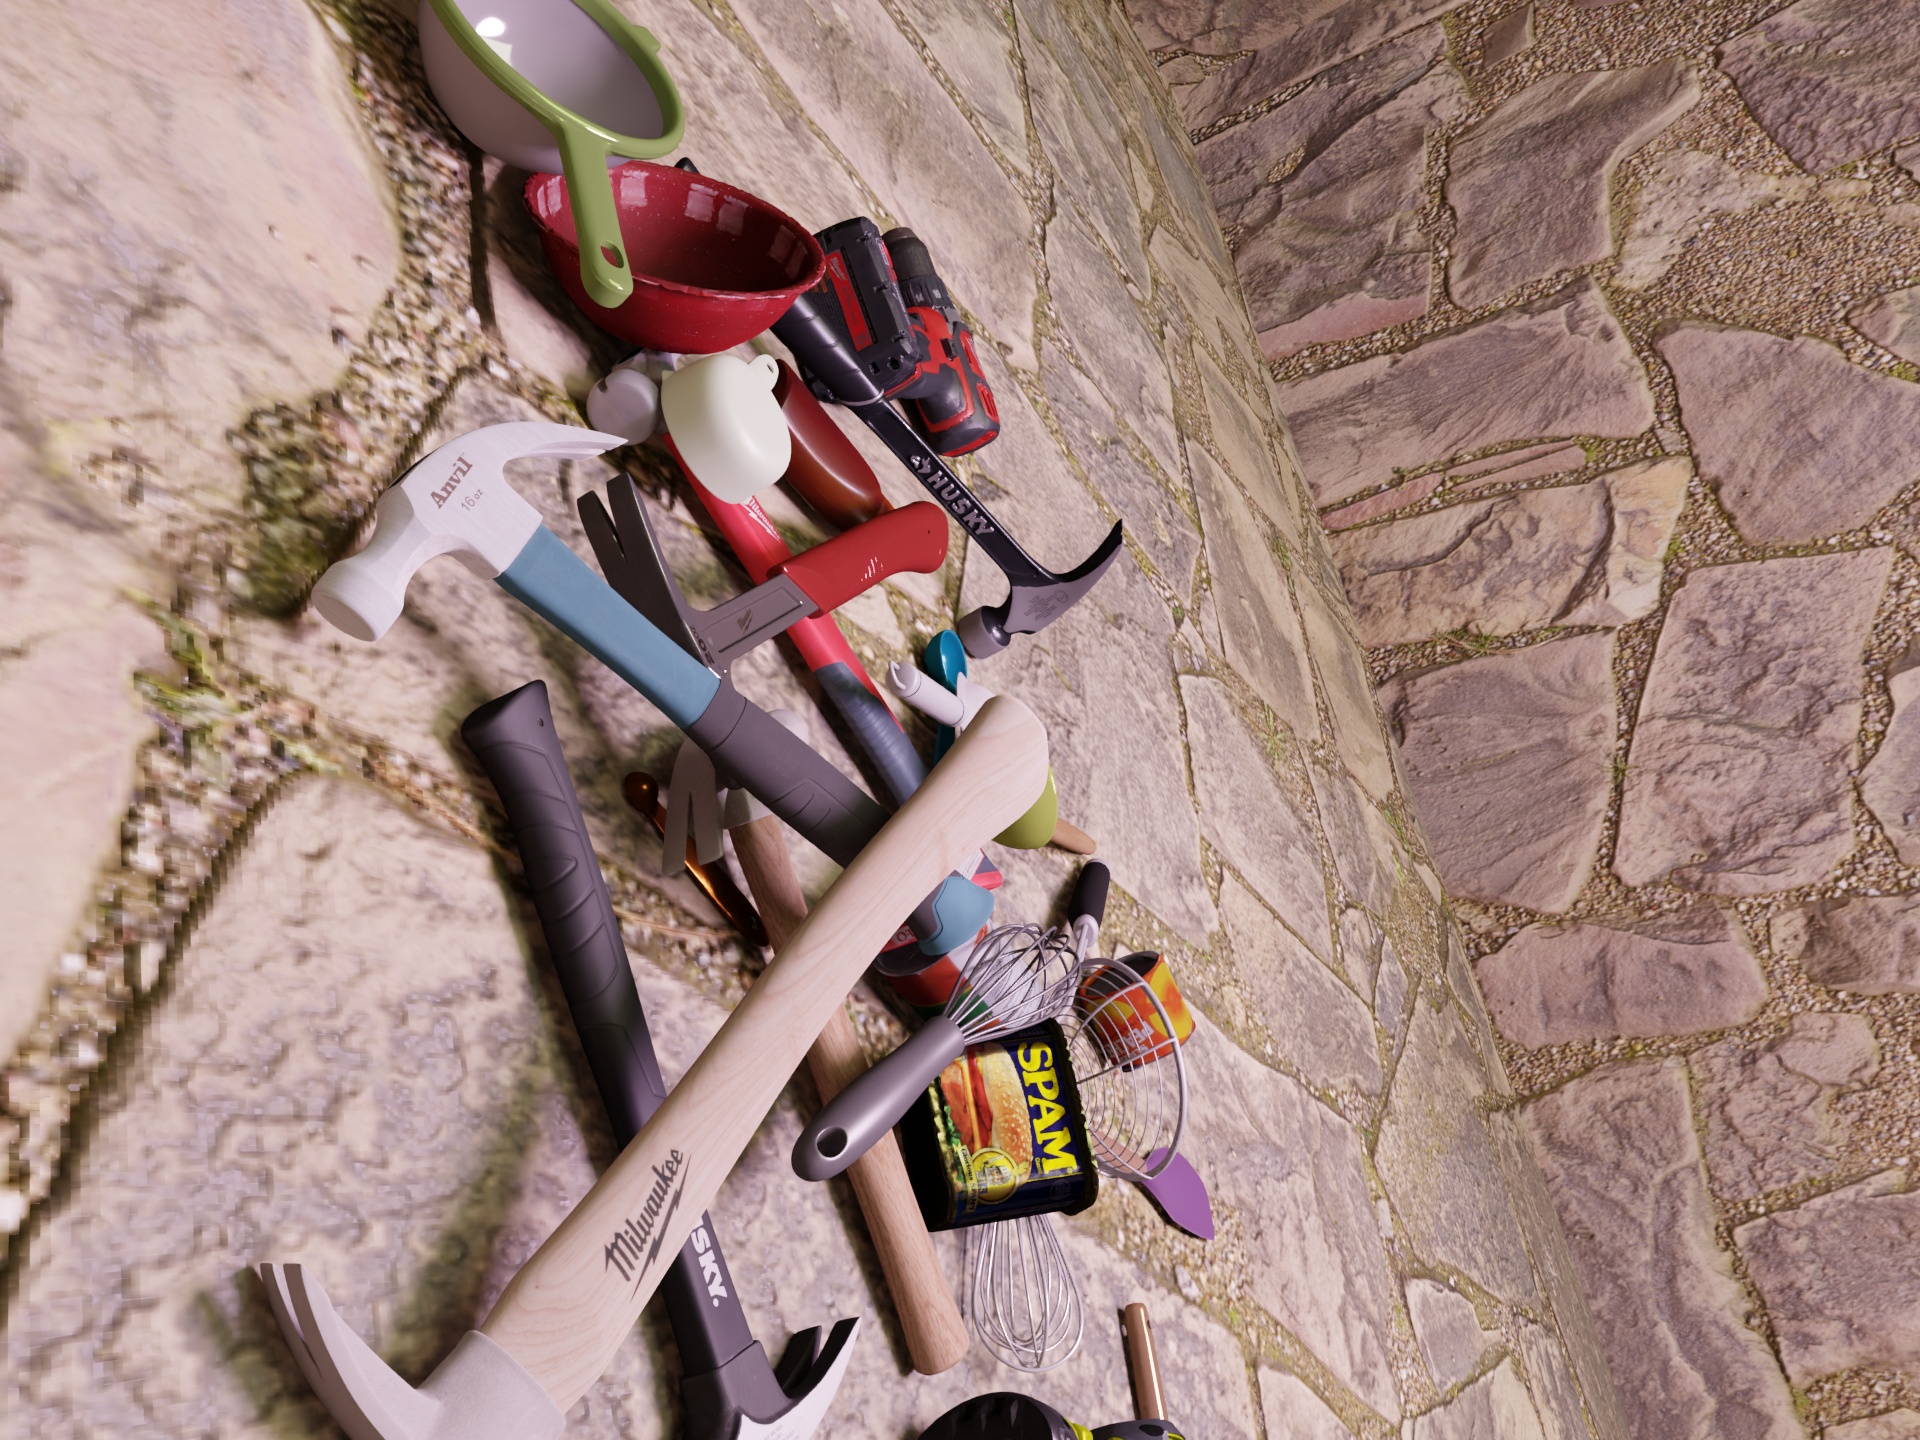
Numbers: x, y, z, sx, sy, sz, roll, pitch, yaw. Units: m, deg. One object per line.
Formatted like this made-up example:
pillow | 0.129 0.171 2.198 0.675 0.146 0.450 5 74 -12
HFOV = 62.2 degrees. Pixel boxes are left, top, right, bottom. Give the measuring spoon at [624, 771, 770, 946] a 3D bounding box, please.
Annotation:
measuring spoon | -0.123 0.067 0.764 0.116 0.011 0.021 55 26 -27

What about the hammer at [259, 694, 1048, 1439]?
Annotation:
hammer | -0.076 0.110 0.620 0.146 0.038 0.411 55 45 -17

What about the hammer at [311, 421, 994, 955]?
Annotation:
hammer | -0.103 0.002 0.681 0.330 0.033 0.128 43 60 -29

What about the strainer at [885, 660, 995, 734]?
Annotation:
strainer | -0.002 -0.003 0.986 0.258 0.050 0.087 33 46 -71

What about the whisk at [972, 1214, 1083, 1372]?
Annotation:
whisk | 0.028 0.245 0.898 0.057 0.059 0.247 100 -12 -46

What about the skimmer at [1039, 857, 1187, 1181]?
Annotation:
skimmer | 0.105 0.166 1.039 0.363 0.090 0.127 -59 155 -72

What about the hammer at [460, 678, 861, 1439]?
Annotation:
hammer | -0.132 0.142 0.647 0.146 0.035 0.335 -4 73 -66

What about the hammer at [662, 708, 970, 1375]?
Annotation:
hammer | -0.064 0.157 0.773 0.331 0.031 0.130 70 21 1

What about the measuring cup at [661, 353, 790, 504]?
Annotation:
measuring cup | -0.113 -0.179 0.878 0.083 0.038 0.168 58 24 -22

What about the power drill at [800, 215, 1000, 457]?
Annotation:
power drill | -0.051 -0.302 1.185 0.226 0.080 0.188 0 70 -69

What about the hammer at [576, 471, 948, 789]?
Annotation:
hammer | -0.080 -0.085 0.866 0.149 0.036 0.359 64 22 -8

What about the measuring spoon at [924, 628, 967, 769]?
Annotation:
measuring spoon | -0.016 -0.004 1.072 0.042 0.021 0.129 50 37 -47

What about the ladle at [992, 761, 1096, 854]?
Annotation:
ladle | 0.066 0.064 1.078 0.078 0.062 0.320 68 11 16

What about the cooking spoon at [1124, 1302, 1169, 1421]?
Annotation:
cooking spoon | 0.130 0.504 0.920 0.068 0.017 0.319 38 37 -52

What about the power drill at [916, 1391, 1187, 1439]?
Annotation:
power drill | 0.065 0.425 0.776 0.223 0.080 0.171 46 31 -48

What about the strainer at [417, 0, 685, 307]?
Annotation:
strainer | -0.207 -0.285 0.794 0.151 0.069 0.257 15 47 -44

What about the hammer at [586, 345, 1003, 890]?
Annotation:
hammer | -0.079 -0.054 0.940 0.386 0.038 0.143 58 23 -21

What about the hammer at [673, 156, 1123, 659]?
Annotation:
hammer | -0.050 -0.204 1.054 0.408 0.149 0.036 45 31 -30

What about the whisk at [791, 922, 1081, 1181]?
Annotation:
whisk | -0.007 0.158 0.778 0.239 0.055 0.055 -31 98 -53

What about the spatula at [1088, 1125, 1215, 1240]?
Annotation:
spatula | 0.107 0.292 1.065 0.315 0.018 0.060 42 33 -49
